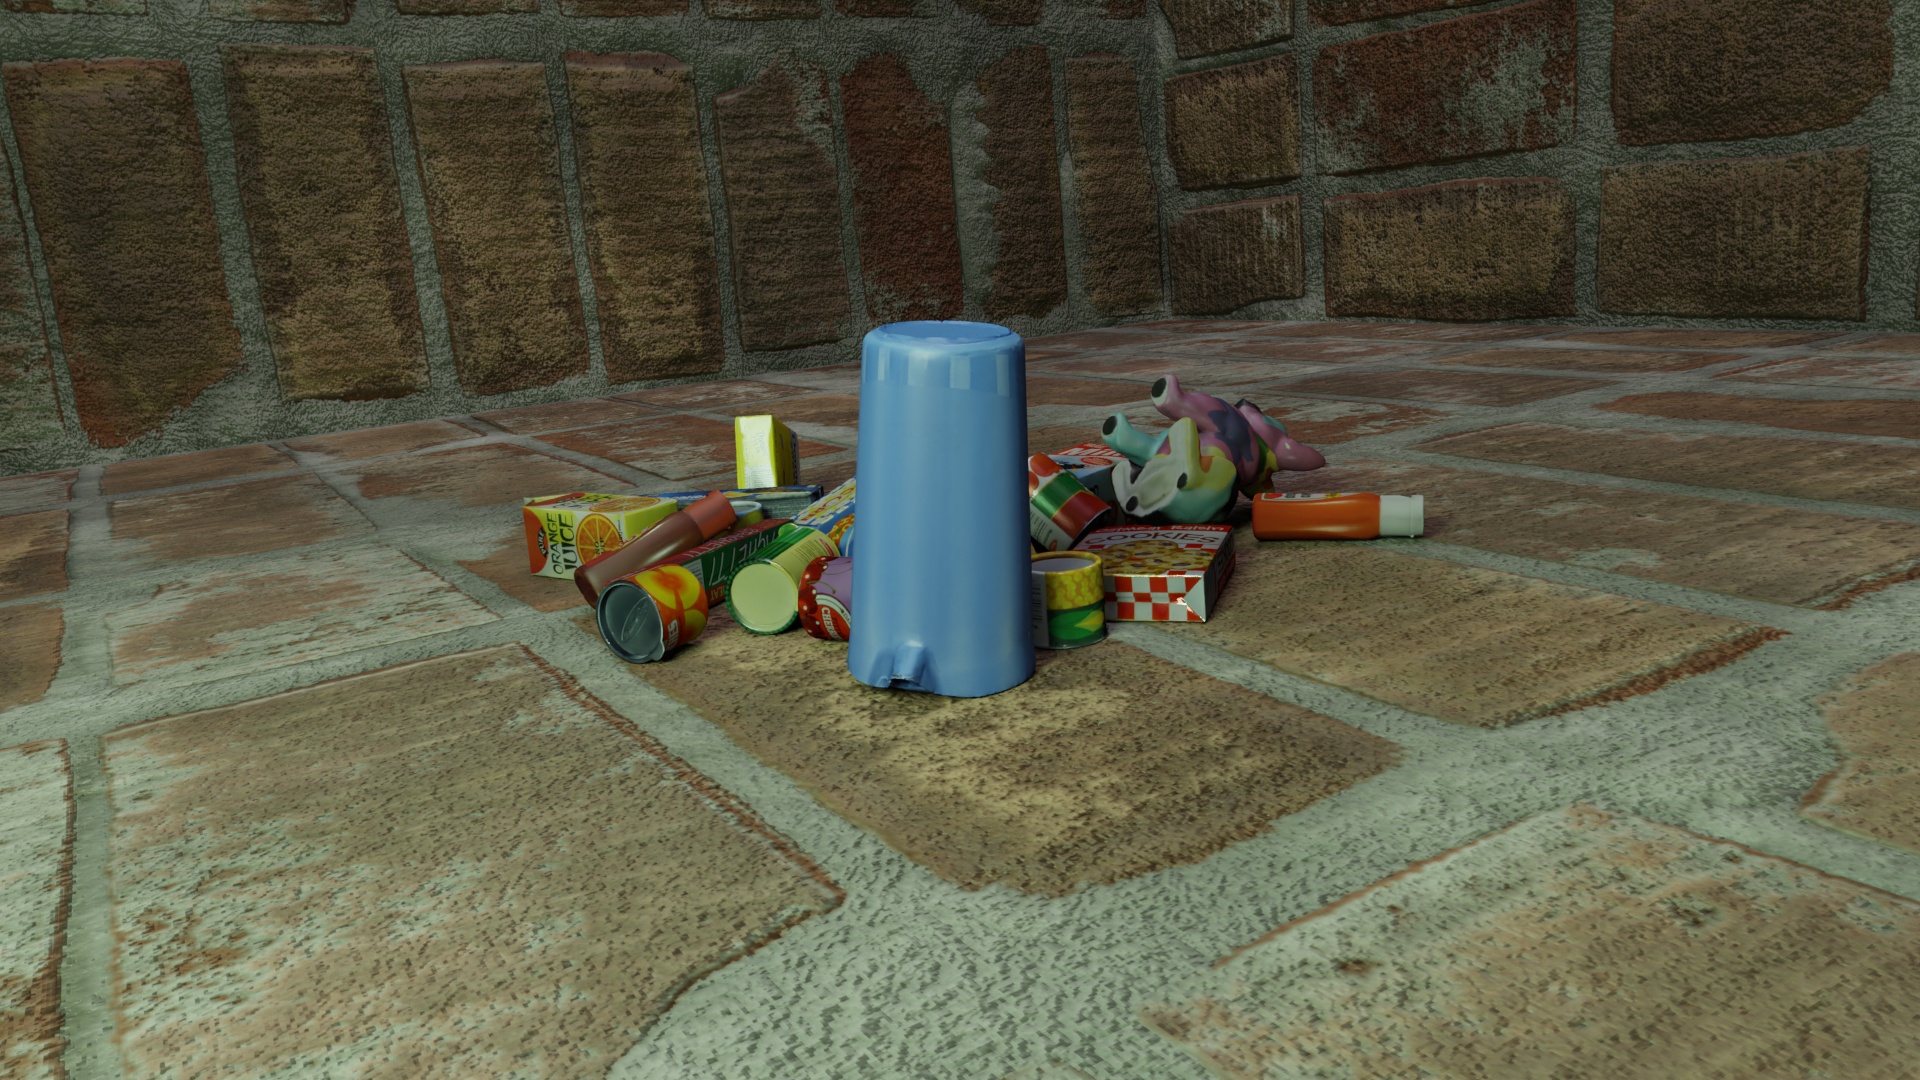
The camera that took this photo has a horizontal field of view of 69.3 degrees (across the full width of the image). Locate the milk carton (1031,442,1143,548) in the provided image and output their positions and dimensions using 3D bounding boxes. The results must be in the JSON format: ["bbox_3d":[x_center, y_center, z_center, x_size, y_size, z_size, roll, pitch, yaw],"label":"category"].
[{"bbox_3d":[0.127,-0.049,1.379,0.072,0.073,0.191,13,20,33],"label":"milk carton"}]

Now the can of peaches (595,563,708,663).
[{"bbox_3d":[-0.237,0.057,1.080,0.071,0.071,0.058,2,14,28],"label":"can of peaches"}]

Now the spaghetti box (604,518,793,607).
[{"bbox_3d":[-0.221,0.030,1.225,0.028,0.050,0.251,2,14,25],"label":"spaghetti box"}]

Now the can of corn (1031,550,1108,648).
[{"bbox_3d":[0.077,0.043,1.038,0.071,0.058,0.071,-5,13,1],"label":"can of corn"}]

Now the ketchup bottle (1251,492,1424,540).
[{"bbox_3d":[0.342,-0.022,1.259,0.149,0.043,0.065,0,3,18],"label":"ketchup bottle"}]

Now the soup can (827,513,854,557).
[{"bbox_3d":[-0.072,0.010,1.208,0.071,0.071,0.084,-11,14,-26],"label":"soup can"}]

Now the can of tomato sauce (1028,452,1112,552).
[{"bbox_3d":[0.086,-0.030,1.250,0.083,0.071,0.071,41,31,17],"label":"can of tomato sauce"}]

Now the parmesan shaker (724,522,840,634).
[{"bbox_3d":[-0.147,0.030,1.149,0.071,0.071,0.103,-1,13,15],"label":"parmesan shaker"}]

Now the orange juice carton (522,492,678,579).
[{"bbox_3d":[-0.369,-0.004,1.379,0.192,0.071,0.073,4,15,35],"label":"orange juice carton"}]

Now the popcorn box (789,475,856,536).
[{"bbox_3d":[-0.102,-0.031,1.354,0.127,0.038,0.085,-35,18,-25],"label":"popcorn box"}]

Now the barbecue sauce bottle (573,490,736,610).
[{"bbox_3d":[-0.271,0.007,1.245,0.149,0.043,0.064,-34,3,-24],"label":"barbecue sauce bottle"}]

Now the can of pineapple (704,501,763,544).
[{"bbox_3d":[-0.225,-0.003,1.354,0.071,0.057,0.071,-5,13,1],"label":"can of pineapple"}]

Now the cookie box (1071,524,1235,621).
[{"bbox_3d":[0.152,0.024,1.136,0.123,0.040,0.168,0,13,19],"label":"cookie box"}]

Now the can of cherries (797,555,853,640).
[{"bbox_3d":[-0.085,0.047,1.069,0.058,0.071,0.072,2,14,28],"label":"can of cherries"}]

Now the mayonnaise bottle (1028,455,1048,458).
[{"bbox_3d":[0.087,-0.064,1.506,0.148,0.064,0.041,4,17,19],"label":"mayonnaise bottle"}]

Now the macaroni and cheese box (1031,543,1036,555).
[{"bbox_3d":[0.004,-0.015,1.211,0.123,0.040,0.167,36,8,-9],"label":"macaroni and cheese box"}]
